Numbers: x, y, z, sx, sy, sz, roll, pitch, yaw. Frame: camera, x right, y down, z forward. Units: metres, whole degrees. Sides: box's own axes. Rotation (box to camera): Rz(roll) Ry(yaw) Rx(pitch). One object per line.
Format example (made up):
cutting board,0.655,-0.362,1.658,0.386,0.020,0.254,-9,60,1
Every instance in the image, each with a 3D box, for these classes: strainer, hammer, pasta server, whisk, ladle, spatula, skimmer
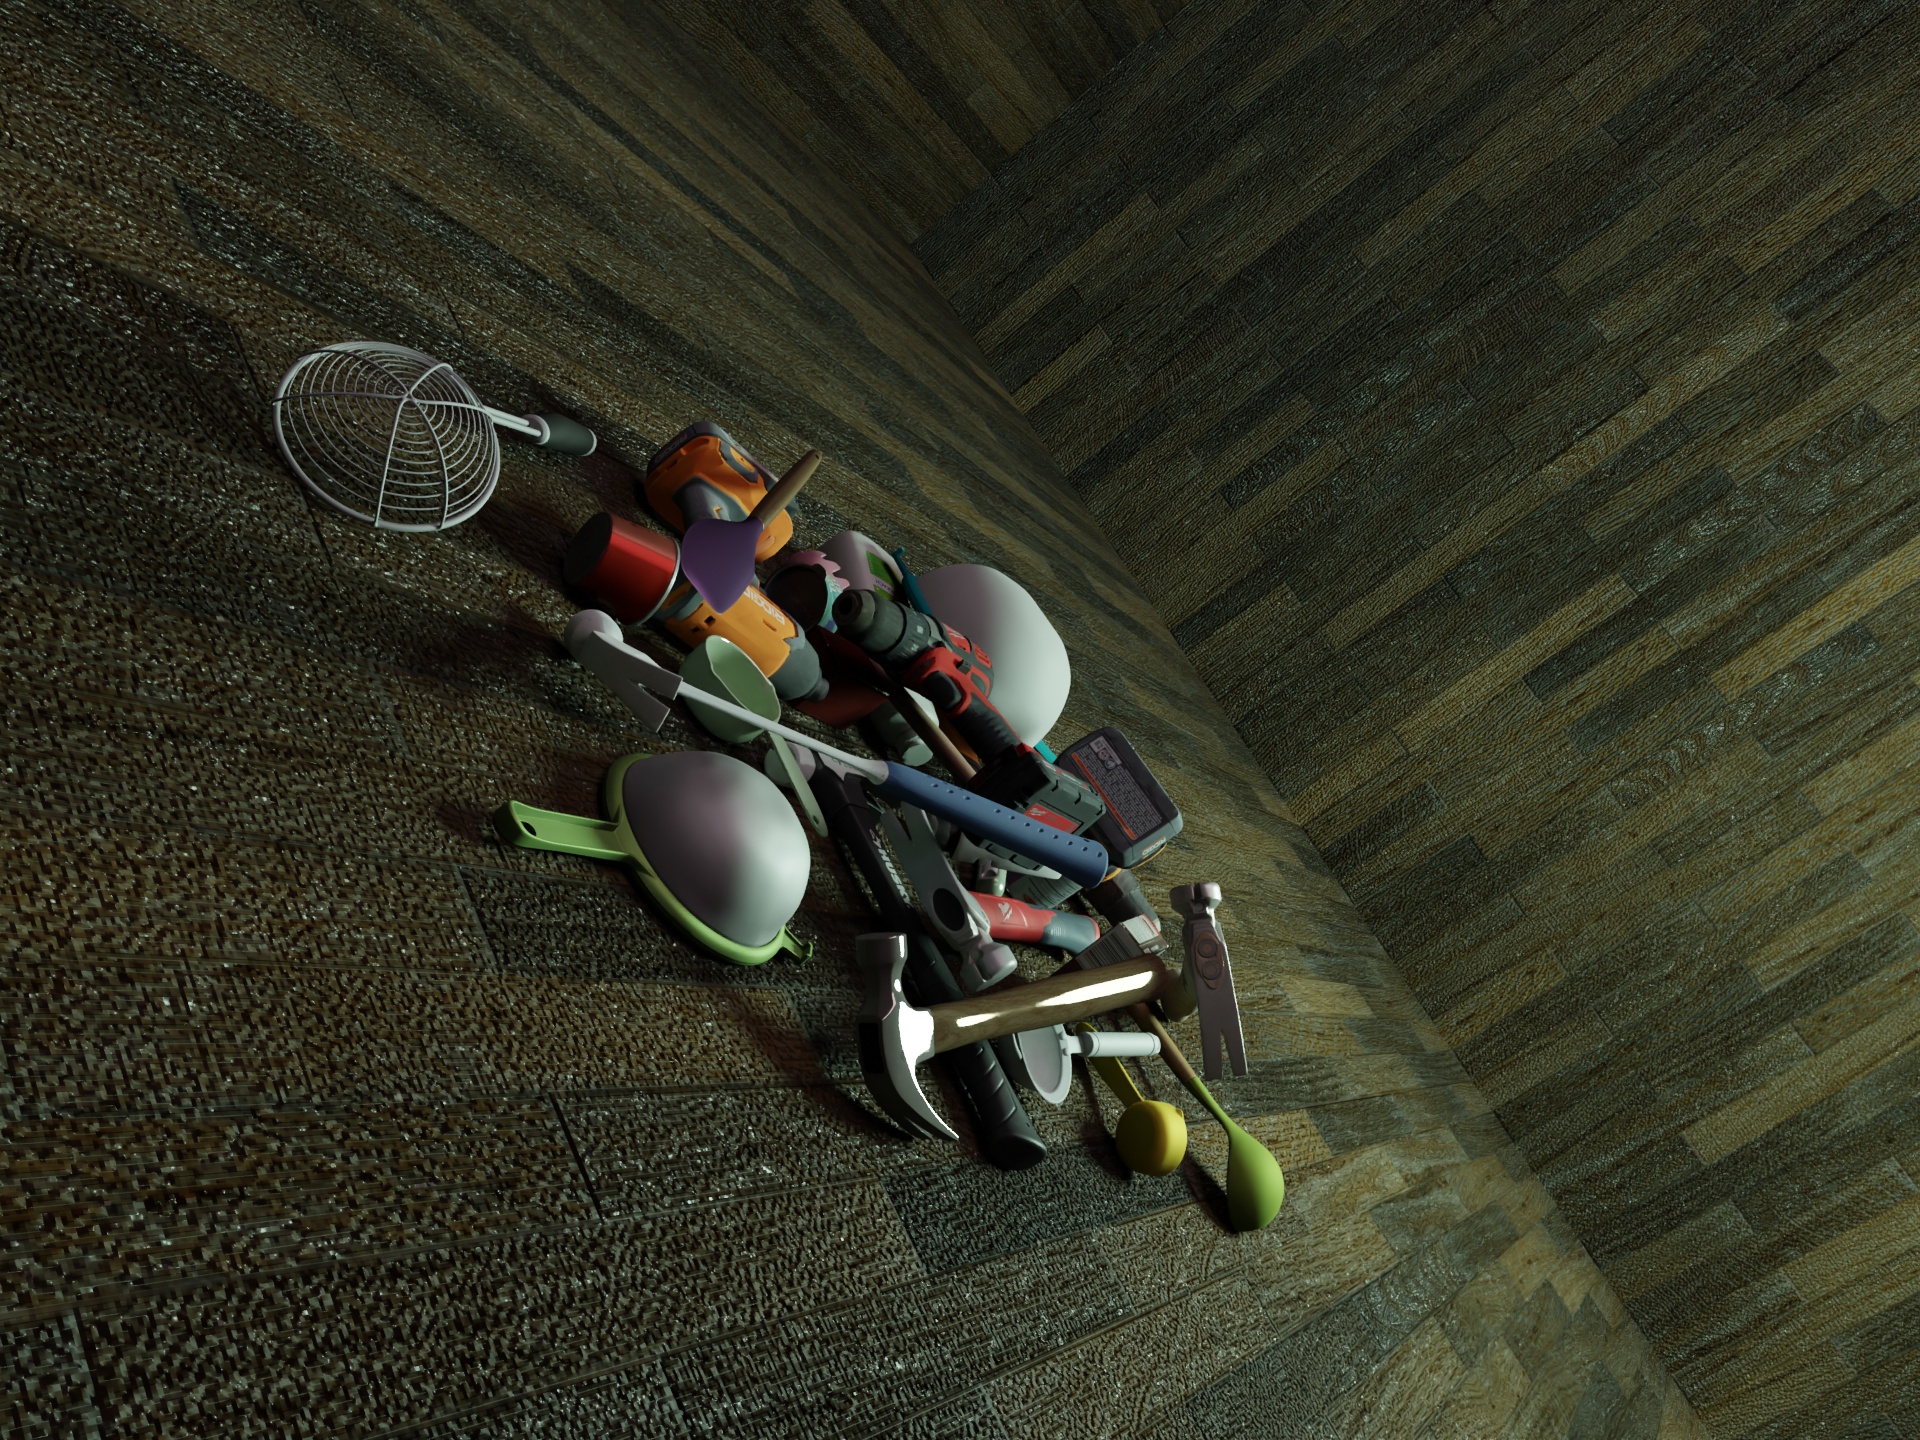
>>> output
strainer,-0.160,0.058,0.905,0.152,0.069,0.256,59,15,21
hammer,0.007,0.031,1.452,0.127,0.034,0.337,14,26,-17
pasta server,-0.056,-0.027,1.348,0.316,0.060,0.040,50,7,14
whisk,0.034,0.093,1.442,0.246,0.058,0.059,-79,160,-65
ladle,0.180,0.308,1.420,0.320,0.062,0.078,53,9,28
hammer,-0.060,0.033,1.042,0.405,0.035,0.144,25,5,-31
hammer,0.046,0.193,1.059,0.331,0.031,0.130,1,84,-53
strainer,0.069,-0.040,1.542,0.340,0.095,0.211,47,10,-48
spatula,-0.152,-0.158,1.212,0.059,0.018,0.316,53,23,-15
strainer,0.090,0.249,1.212,0.258,0.050,0.087,16,57,-54
skimmer,-0.320,-0.178,1.040,0.127,0.090,0.363,50,5,-3
hammer,0.201,0.242,1.378,0.410,0.038,0.146,73,9,-75
hammer,-0.027,0.163,1.127,0.146,0.035,0.335,24,32,-59
hammer,0.042,0.147,1.270,0.143,0.038,0.386,60,10,17

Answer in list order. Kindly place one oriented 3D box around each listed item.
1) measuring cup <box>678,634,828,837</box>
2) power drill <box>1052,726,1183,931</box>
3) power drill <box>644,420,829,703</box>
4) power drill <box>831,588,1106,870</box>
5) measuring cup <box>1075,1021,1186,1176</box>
measuring cup,-0.144,0.018,1.105,0.168,0.038,0.083,60,17,17
power drill,0.141,0.118,1.499,0.185,0.084,0.226,55,-16,13
power drill,-0.171,-0.116,1.243,0.164,0.084,0.227,40,24,-38
power drill,-0.002,-0.004,1.233,0.187,0.080,0.227,30,22,-54
measuring cup,0.124,0.295,1.266,0.029,0.062,0.157,19,23,-40
